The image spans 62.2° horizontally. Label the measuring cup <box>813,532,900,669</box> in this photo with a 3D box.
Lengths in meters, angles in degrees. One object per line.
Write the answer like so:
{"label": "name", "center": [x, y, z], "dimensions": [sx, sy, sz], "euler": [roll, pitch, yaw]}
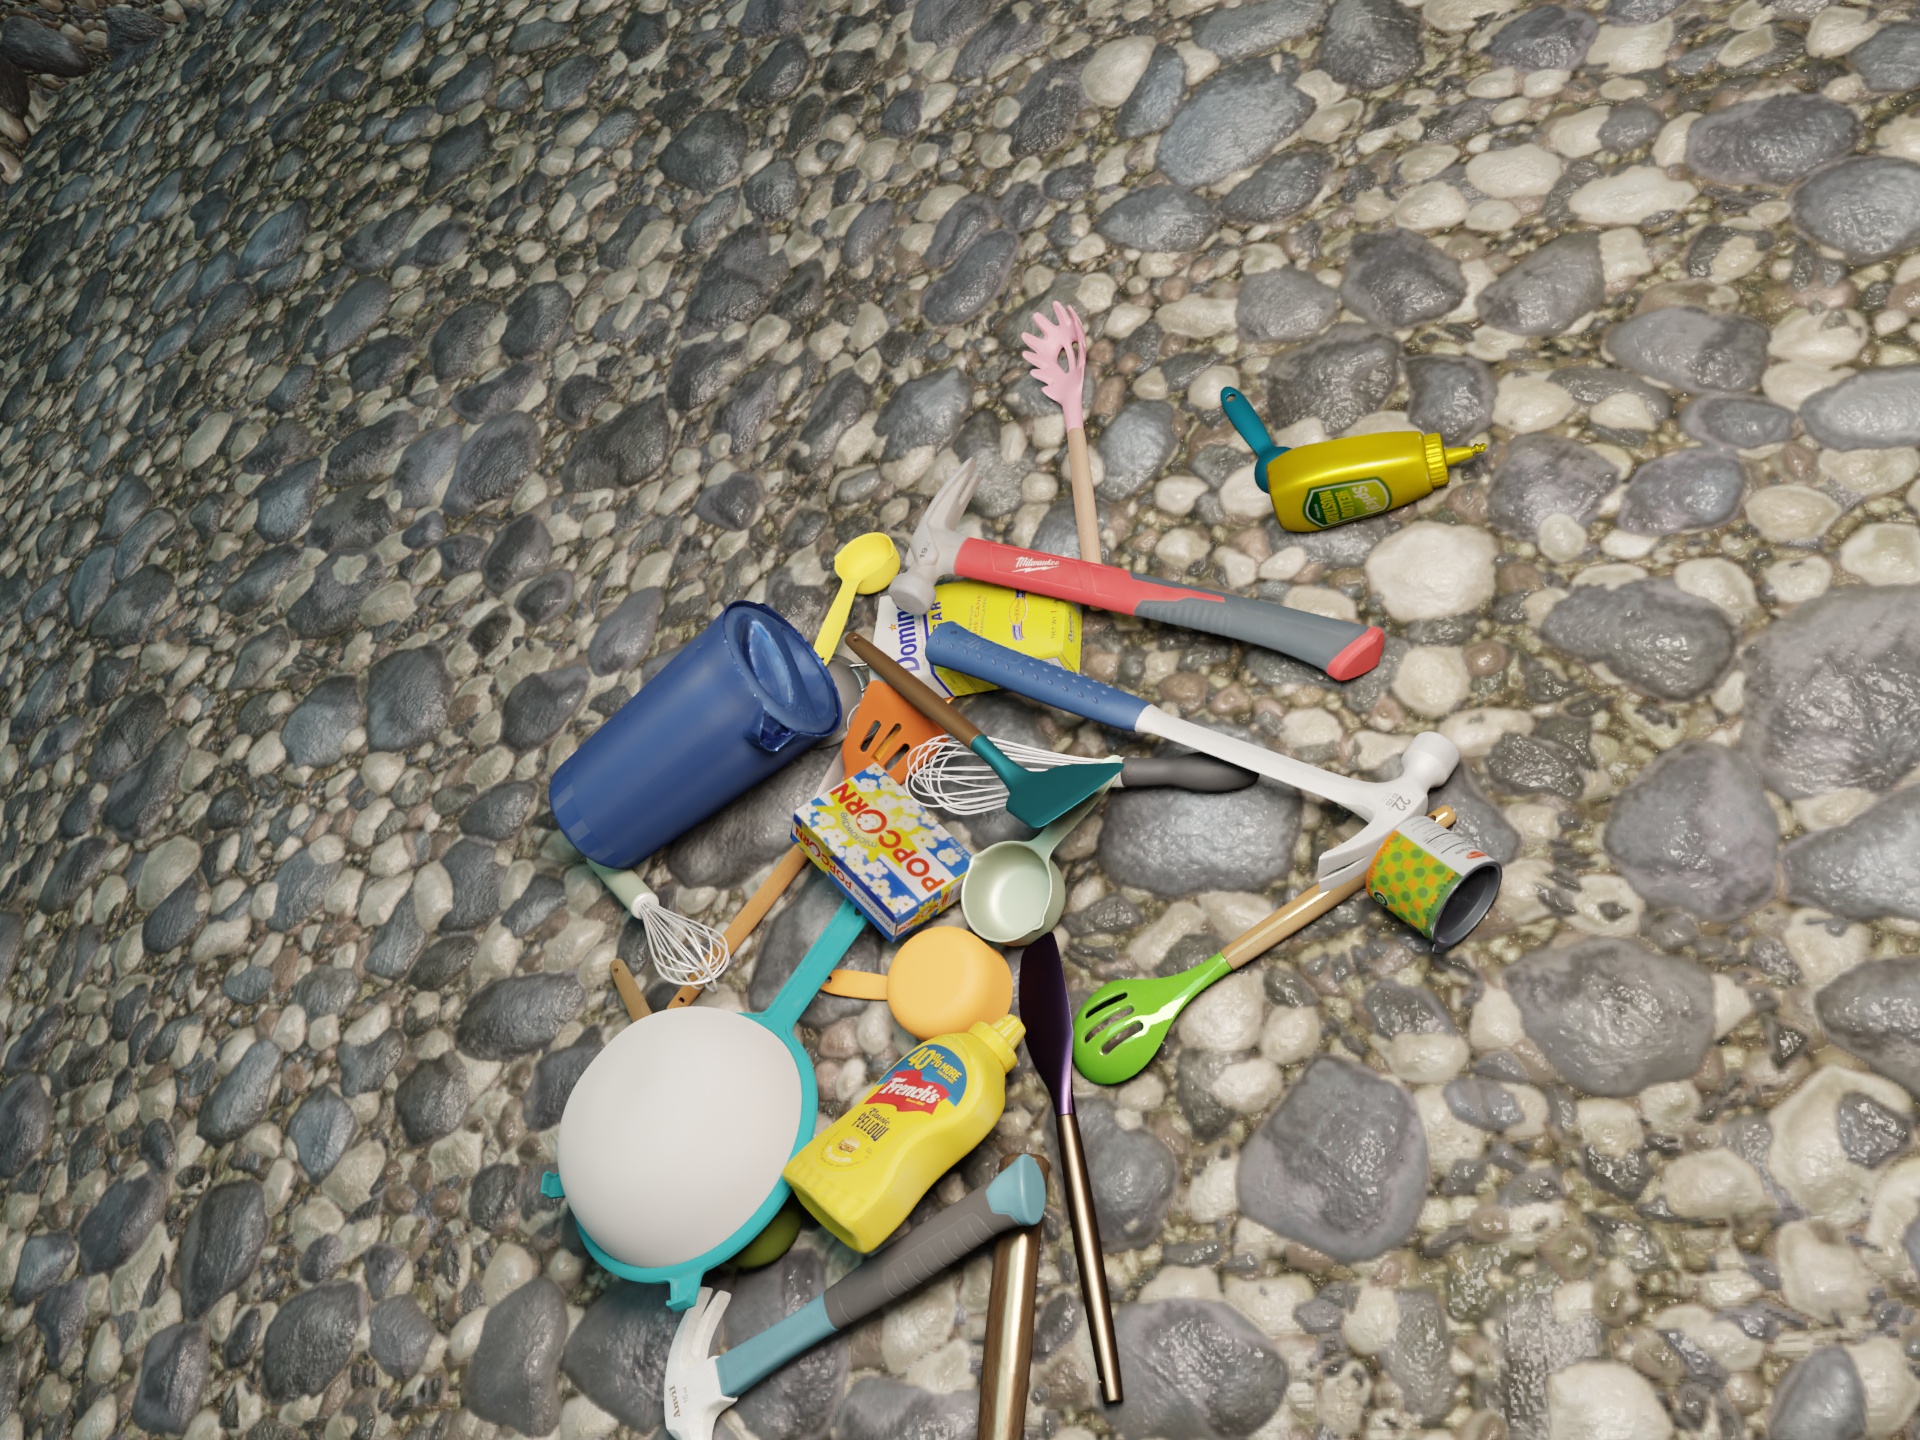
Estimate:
{"label": "measuring cup", "center": [-0.096, -0.098, 1.394], "dimensions": [0.062, 0.029, 0.157], "euler": [1, 55, 30]}

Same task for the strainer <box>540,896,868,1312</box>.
{"label": "strainer", "center": [-0.179, 0.237, 1.164], "dimensions": [0.211, 0.095, 0.340], "euler": [19, 67, 44]}

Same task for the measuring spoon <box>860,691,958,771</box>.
{"label": "measuring spoon", "center": [-0.038, 0.006, 1.328], "dimensions": [0.117, 0.011, 0.021], "euler": [-44, 47, -3]}

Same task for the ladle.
{"label": "ladle", "center": [-0.213, 0.295, 1.248], "dimensions": [0.078, 0.062, 0.320], "euler": [-48, 43, 6]}

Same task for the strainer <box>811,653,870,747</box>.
{"label": "strainer", "center": [-0.178, 0.015, 1.386], "dimensions": [0.258, 0.050, 0.087], "euler": [-33, 64, 14]}

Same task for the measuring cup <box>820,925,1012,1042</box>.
{"label": "measuring cup", "center": [-0.048, 0.195, 1.193], "dimensions": [0.174, 0.052, 0.095], "euler": [1, 64, 29]}

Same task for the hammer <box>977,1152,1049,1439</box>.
{"label": "hammer", "center": [0.024, 0.446, 1.019], "dimensions": [0.130, 0.031, 0.332], "euler": [-8, 59, 26]}

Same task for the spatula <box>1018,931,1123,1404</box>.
{"label": "spatula", "center": [0.075, 0.296, 1.081], "dimensions": [0.059, 0.018, 0.316], "euler": [-45, 44, 43]}

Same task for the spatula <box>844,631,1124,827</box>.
{"label": "spatula", "center": [-0.002, -0.004, 1.211], "dimensions": [0.082, 0.044, 0.318], "euler": [-34, 45, -19]}

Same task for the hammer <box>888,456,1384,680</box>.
{"label": "hammer", "center": [0.139, -0.110, 1.232], "dimensions": [0.386, 0.038, 0.143], "euler": [15, 65, 25]}

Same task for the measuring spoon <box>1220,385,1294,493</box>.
{"label": "measuring spoon", "center": [0.239, -0.236, 1.295], "dimensions": [0.042, 0.021, 0.129], "euler": [-31, 53, 11]}

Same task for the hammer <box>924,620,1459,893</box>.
{"label": "hammer", "center": [0.139, 0.004, 1.153], "dimensions": [0.406, 0.035, 0.144], "euler": [22, 51, 33]}

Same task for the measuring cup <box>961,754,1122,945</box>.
{"label": "measuring cup", "center": [0.071, 0.096, 1.181], "dimensions": [0.167, 0.038, 0.083], "euler": [-50, 55, 3]}

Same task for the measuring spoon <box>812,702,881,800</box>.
{"label": "measuring spoon", "center": [-0.098, 0.042, 1.341], "dimensions": [0.034, 0.018, 0.124], "euler": [23, 83, 34]}

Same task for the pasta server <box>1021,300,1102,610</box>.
{"label": "pasta server", "center": [0.097, -0.230, 1.367], "dimensions": [0.060, 0.040, 0.316], "euler": [-25, 53, 31]}

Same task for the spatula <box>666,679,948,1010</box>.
{"label": "spatula", "center": [-0.136, 0.113, 1.299], "dimensions": [0.081, 0.041, 0.322], "euler": [39, 88, 3]}

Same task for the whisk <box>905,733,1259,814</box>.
{"label": "whisk", "center": [0.087, 0.040, 1.207], "dimensions": [0.285, 0.070, 0.070], "euler": [-1, 63, 25]}

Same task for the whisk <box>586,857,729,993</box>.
{"label": "whisk", "center": [-0.259, 0.159, 1.329], "dimensions": [0.058, 0.059, 0.247], "euler": [-30, 34, -22]}

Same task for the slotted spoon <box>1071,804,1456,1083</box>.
{"label": "slotted spoon", "center": [0.203, 0.149, 1.091], "dimensions": [0.314, 0.031, 0.070], "euler": [-34, 49, 7]}

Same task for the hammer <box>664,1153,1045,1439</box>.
{"label": "hammer", "center": [-0.076, 0.397, 1.084], "dimensions": [0.331, 0.033, 0.128], "euler": [-37, 48, 16]}
